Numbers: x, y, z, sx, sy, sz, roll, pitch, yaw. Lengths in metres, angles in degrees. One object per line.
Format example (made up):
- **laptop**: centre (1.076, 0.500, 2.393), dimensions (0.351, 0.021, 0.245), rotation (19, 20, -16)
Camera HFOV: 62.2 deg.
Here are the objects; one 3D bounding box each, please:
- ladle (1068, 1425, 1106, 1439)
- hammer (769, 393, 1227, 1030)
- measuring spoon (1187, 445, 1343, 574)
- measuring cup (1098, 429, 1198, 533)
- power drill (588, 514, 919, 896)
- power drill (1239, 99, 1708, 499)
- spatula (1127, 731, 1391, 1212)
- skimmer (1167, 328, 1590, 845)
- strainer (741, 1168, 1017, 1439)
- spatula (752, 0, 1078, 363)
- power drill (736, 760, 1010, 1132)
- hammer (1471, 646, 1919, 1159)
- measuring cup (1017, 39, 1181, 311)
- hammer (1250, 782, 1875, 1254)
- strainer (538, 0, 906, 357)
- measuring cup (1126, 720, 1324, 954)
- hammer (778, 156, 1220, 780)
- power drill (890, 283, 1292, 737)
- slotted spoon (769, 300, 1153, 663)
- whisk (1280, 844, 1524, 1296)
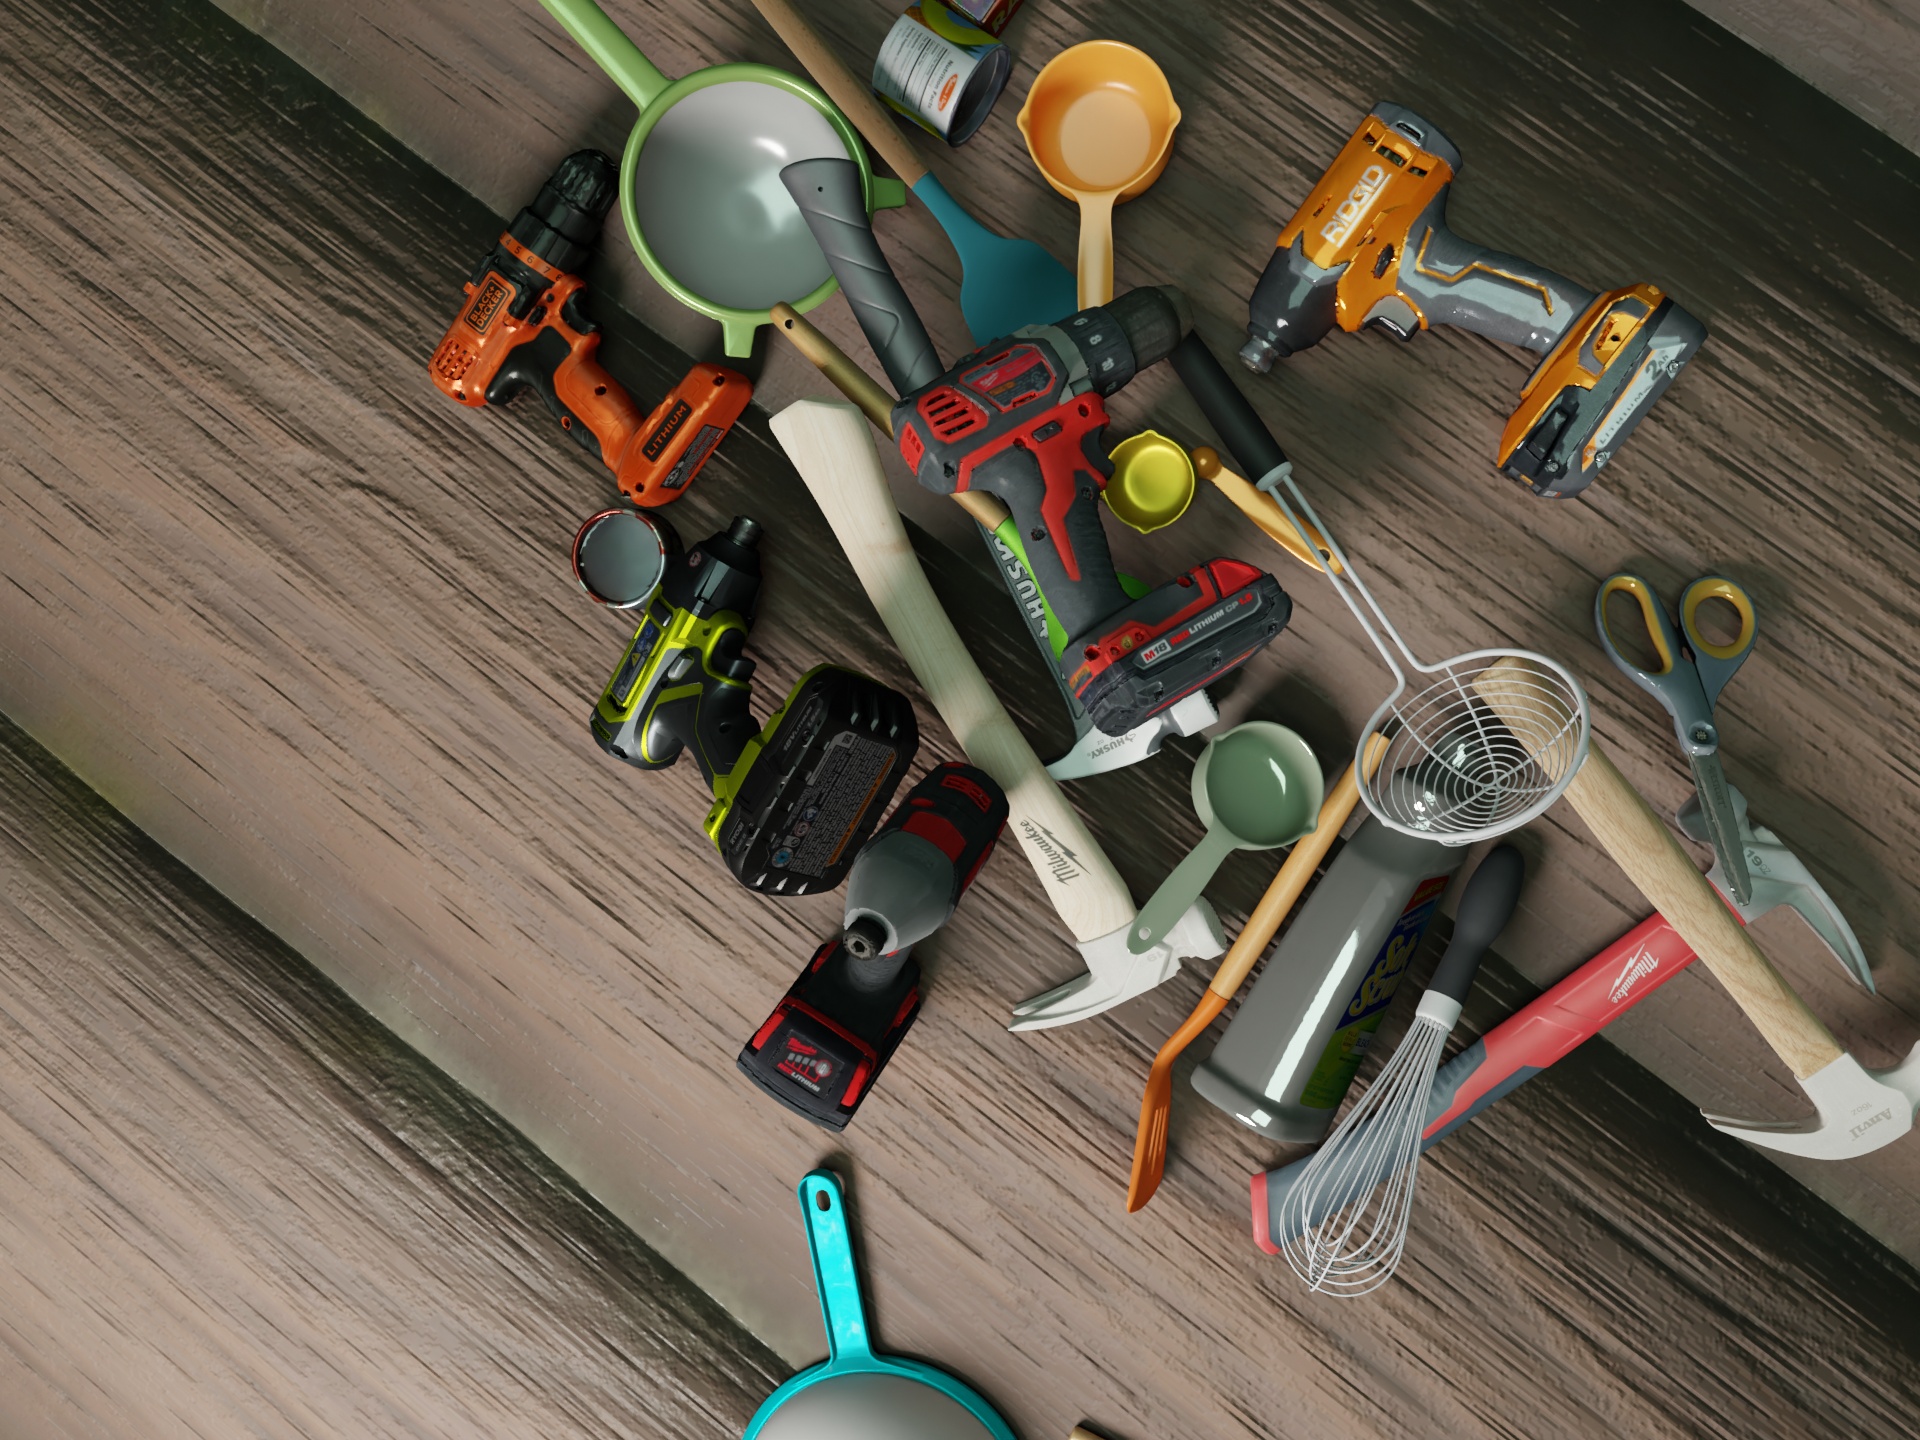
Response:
- **ladle**: centre (0.210, 0.531, 0.987), dimensions (0.320, 0.062, 0.078), rotation (26, 98, 10)
- **hammer**: centre (-0.002, -0.003, 0.952), dimensions (0.146, 0.038, 0.410), rotation (-28, 100, 17)
- **measuring spoon**: centre (0.185, -0.127, 0.962), dimensions (0.117, 0.011, 0.021), rotation (39, 100, 5)
- **measuring cup**: centre (0.071, -0.150, 0.980), dimensions (0.156, 0.029, 0.062), rotation (7, 104, 22)
- **power drill**: centre (-0.127, -0.013, 0.949), dimensions (0.223, 0.080, 0.171), rotation (41, 105, 43)
- **power drill**: centre (0.280, -0.223, 0.905), dimensions (0.226, 0.084, 0.164), rotation (38, 101, 10)
- **spatula**: centre (0.178, 0.151, 0.967), dimensions (0.041, 0.081, 0.322), rotation (33, 94, 20)
- **skimmer**: centre (0.208, -0.096, 0.889), dimensions (0.127, 0.090, 0.363), rotation (-34, 76, 10)
- **strainer**: centre (-0.069, 0.464, 1.013), dimensions (0.211, 0.095, 0.340), rotation (-10, 94, 11)
- **spatula**: centre (-0.041, -0.337, 0.940), dimensions (0.082, 0.044, 0.317), rotation (-40, 98, 7)
- **power drill**: centre (-0.051, 0.135, 0.923), dimensions (0.078, 0.143, 0.219), rotation (31, 130, 6)
- **hammer**: centre (0.401, 0.099, 0.888), dimensions (0.130, 0.031, 0.331), rotation (-39, 83, 11)
- **measuring cup**: centre (0.084, -0.309, 0.949), dimensions (0.095, 0.052, 0.173), rotation (2, 97, 10)
- **hammer**: centre (0.339, 0.210, 0.947), dimensions (0.386, 0.038, 0.143), rotation (-40, 88, 11)
- **strainer**: centre (-0.168, -0.352, 0.961), dimensions (0.151, 0.069, 0.256), rotation (-45, 102, -3)
- **measuring cup**: centre (0.147, 0.073, 0.942), dimensions (0.083, 0.038, 0.167), rotation (42, 76, -3)
- **hammer**: centre (0.001, -0.148, 0.956), dimensions (0.149, 0.036, 0.409), rotation (-26, 98, 14)
- **power drill**: centre (0.092, -0.127, 0.888), dimensions (0.188, 0.080, 0.227), rotation (-30, 82, -13)
- **slotted spoon**: centre (0.004, -0.131, 0.928), dimensions (0.314, 0.031, 0.070), rotation (44, 104, -1)
- **whisk**: centre (0.262, 0.196, 0.915), dimensions (0.070, 0.070, 0.285), rotation (28, 75, 7)
